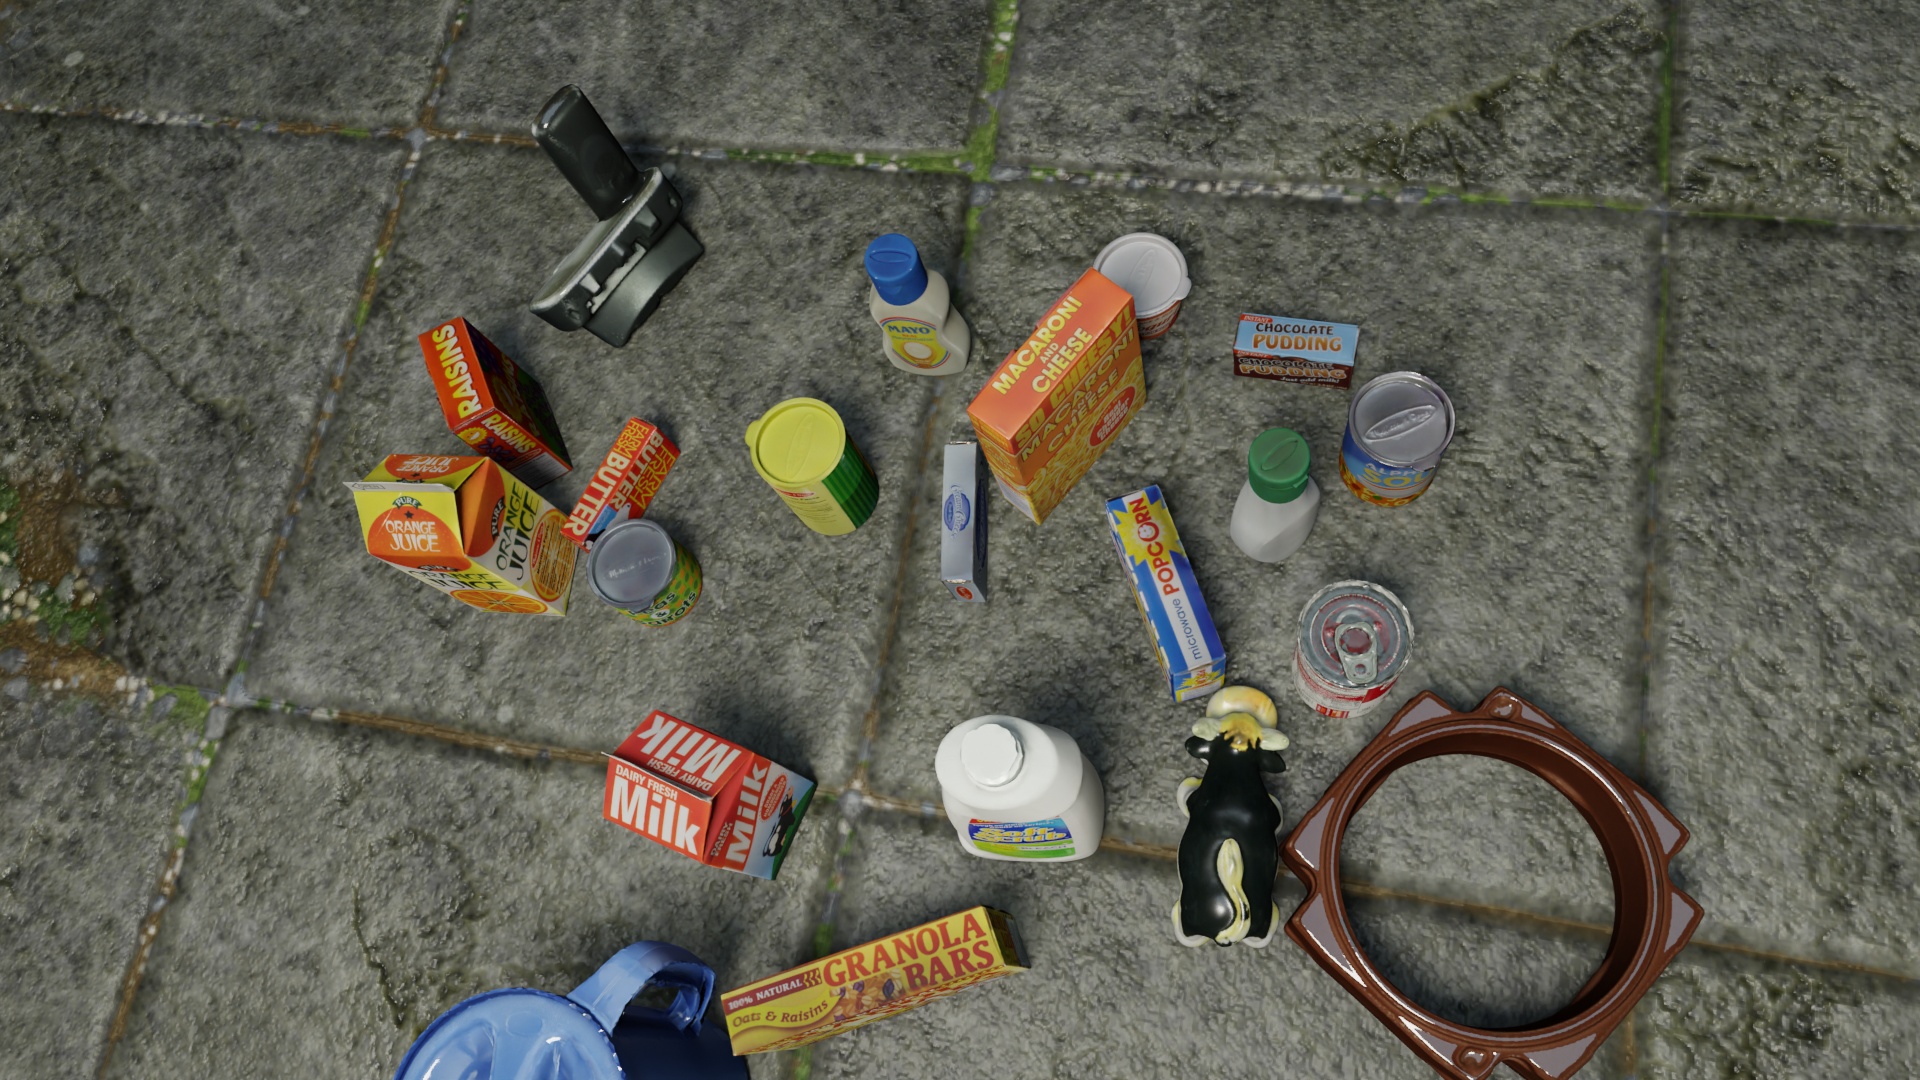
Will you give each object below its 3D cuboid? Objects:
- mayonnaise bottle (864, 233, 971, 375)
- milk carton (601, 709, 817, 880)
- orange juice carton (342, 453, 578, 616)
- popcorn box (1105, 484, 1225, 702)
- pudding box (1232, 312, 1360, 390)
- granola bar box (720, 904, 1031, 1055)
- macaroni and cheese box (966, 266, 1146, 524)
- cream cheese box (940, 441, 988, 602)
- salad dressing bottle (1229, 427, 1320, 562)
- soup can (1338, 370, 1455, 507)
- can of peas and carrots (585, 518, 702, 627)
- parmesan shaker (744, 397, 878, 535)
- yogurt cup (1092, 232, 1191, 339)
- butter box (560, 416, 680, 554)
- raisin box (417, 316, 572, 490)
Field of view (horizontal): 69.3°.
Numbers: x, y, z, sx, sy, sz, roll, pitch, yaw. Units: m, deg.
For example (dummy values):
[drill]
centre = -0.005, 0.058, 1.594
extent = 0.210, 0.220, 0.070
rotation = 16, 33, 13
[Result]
[mayonnaise bottle]
centre = -0.034, -0.164, 0.982
extent = 0.065, 0.147, 0.041
rotation = 5, 73, 12
[milk carton]
centre = -0.158, 0.161, 0.872
extent = 0.072, 0.190, 0.073
rotation = 20, 77, 16
[orange juice carton]
centre = -0.340, -0.007, 0.961
extent = 0.072, 0.192, 0.073
rotation = 2, 73, 11
[popcorn box]
centre = 0.136, 0.036, 0.917
extent = 0.038, 0.085, 0.127
rotation = -20, 69, 4
[pudding box]
centre = 0.235, -0.133, 0.975
extent = 0.084, 0.049, 0.030
rotation = 9, 74, 13
[granola bar box]
centre = -0.048, 0.269, 0.851
extent = 0.165, 0.124, 0.039
rotation = -20, 70, 3
[macaroni and cheese box]
centre = 0.068, -0.091, 0.929
extent = 0.040, 0.166, 0.124
rotation = 38, 82, 19
[cream cheese box]
centre = 0.003, -0.012, 0.974
extent = 0.024, 0.053, 0.104
rotation = -2, 71, 10
[salad dressing bottle]
centre = 0.203, -0.029, 0.893
extent = 0.064, 0.147, 0.044
rotation = -40, 70, -4
[soup can]
centre = 0.289, -0.063, 0.923
extent = 0.071, 0.083, 0.071
rotation = -3, 71, 10
[can of peas and carrots]
centre = -0.226, 0.026, 1.000
extent = 0.071, 0.058, 0.071
rotation = -3, 71, 9
[parmesan shaker]
centre = -0.103, -0.051, 0.980
extent = 0.071, 0.103, 0.071
rotation = -3, 71, 10
[yogurt cup]
centre = 0.131, -0.181, 1.008
extent = 0.072, 0.054, 0.072
rotation = -3, 71, 9
[butter box]
centre = -0.251, -0.037, 1.029
extent = 0.024, 0.053, 0.103
rotation = 25, 78, 17
[raisin box]
centre = -0.344, -0.100, 1.030
extent = 0.040, 0.123, 0.086
rotation = -26, 69, 1
